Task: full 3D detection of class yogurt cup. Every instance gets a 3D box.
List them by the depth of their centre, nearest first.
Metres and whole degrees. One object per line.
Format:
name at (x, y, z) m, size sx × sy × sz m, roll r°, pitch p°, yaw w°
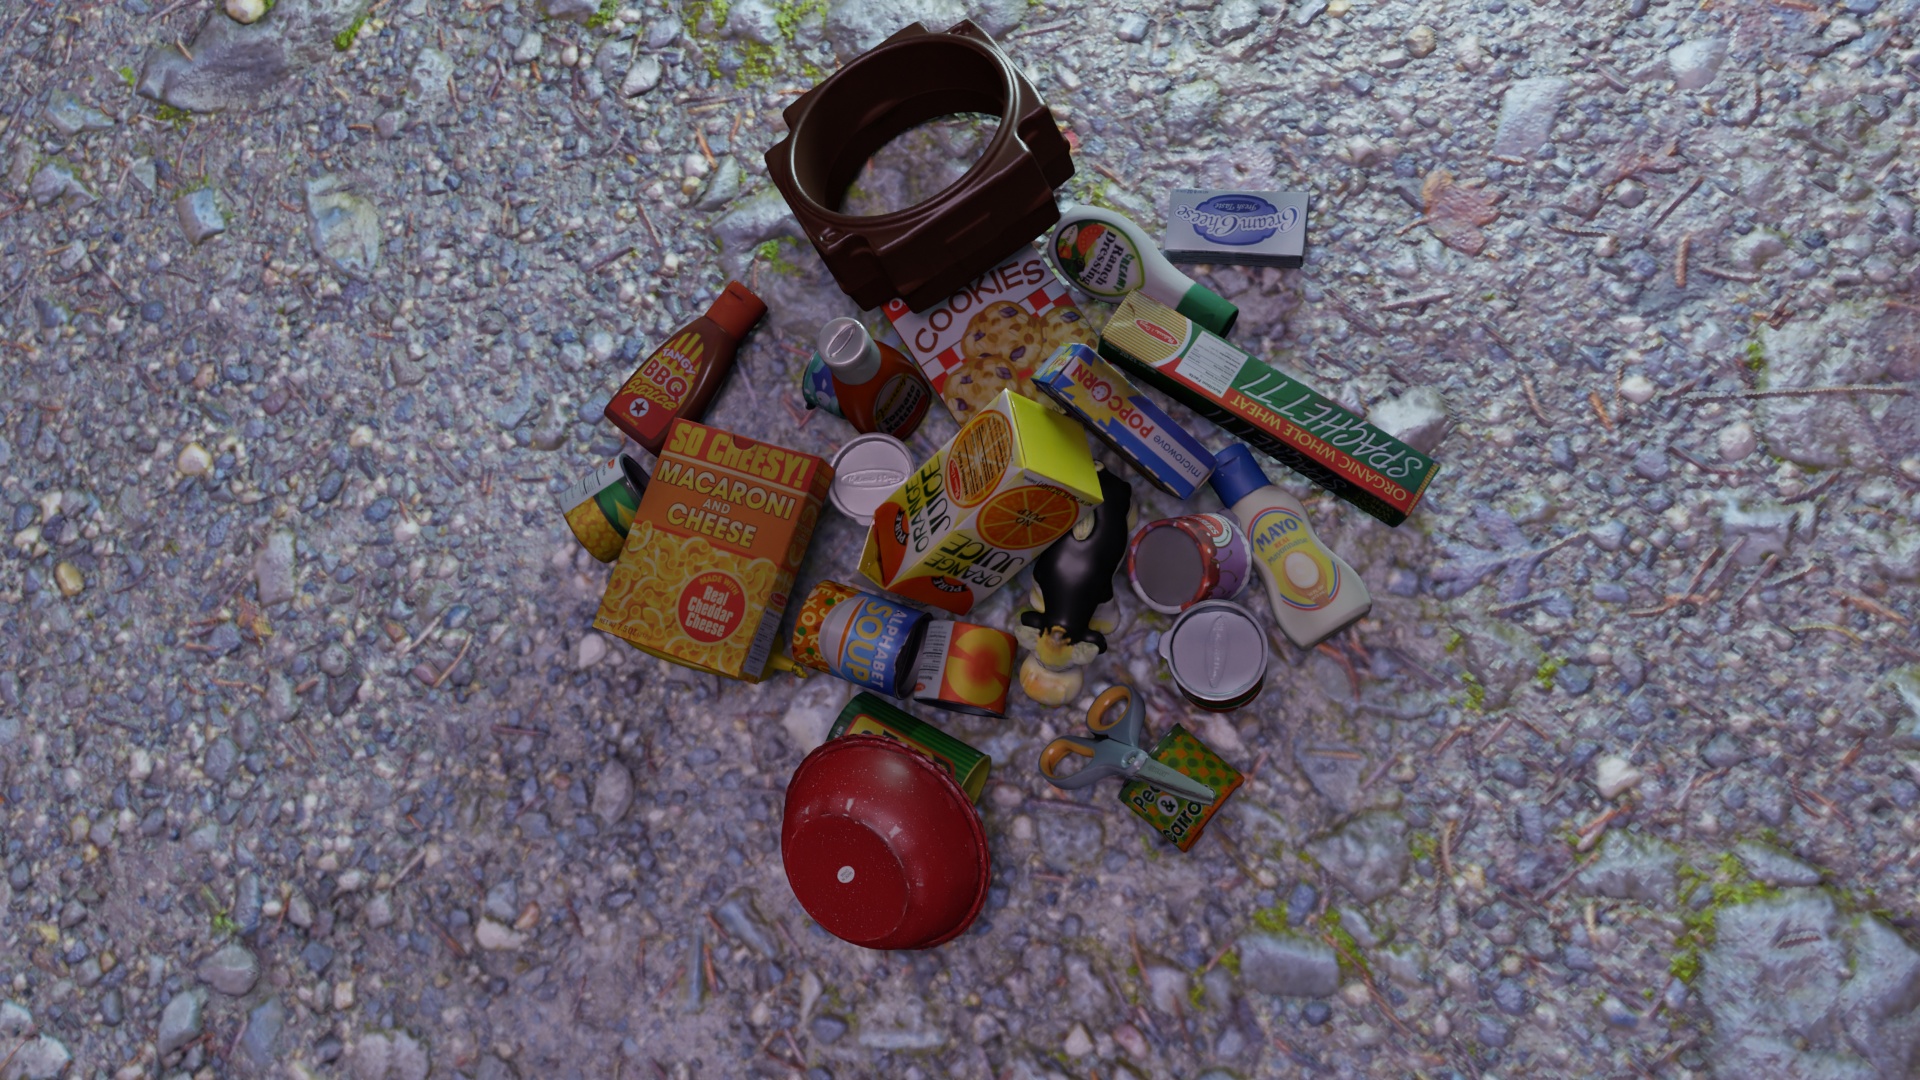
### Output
yogurt cup at (-0.060, -0.041, 1.037) m, size 0.072 × 0.054 × 0.072 m, roll -3°, pitch 76°, yaw 11°

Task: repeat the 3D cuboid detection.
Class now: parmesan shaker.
parmesan shaker at (-0.040, 0.160, 0.976) m, size 0.103 × 0.071 × 0.071 m, roll 25°, pitch 83°, yaw 17°

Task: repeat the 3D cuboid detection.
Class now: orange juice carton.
orange juice carton at (0.003, -0.012, 0.961) m, size 0.192 × 0.072 × 0.073 m, roll -41°, pitch 44°, yaw 34°

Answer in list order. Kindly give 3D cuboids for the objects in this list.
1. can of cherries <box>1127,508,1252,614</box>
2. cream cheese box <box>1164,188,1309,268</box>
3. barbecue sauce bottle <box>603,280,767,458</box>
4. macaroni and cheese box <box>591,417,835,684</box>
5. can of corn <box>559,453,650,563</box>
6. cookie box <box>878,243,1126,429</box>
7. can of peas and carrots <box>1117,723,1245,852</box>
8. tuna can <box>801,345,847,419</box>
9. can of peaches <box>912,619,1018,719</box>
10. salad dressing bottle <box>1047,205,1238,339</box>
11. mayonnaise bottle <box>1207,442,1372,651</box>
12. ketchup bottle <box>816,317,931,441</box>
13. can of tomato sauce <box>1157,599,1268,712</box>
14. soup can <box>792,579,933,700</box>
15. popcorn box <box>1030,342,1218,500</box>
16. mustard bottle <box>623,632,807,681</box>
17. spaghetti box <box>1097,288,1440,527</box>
can of cherries at (0.158, 0.013, 0.958) m, size 0.071 × 0.058 × 0.071 m, roll 6°, pitch 99°, yaw 42°
cream cheese box at (0.208, -0.235, 1.046) m, size 0.104 × 0.024 × 0.053 m, roll 5°, pitch 79°, yaw 13°
barbecue sauce bottle at (-0.212, -0.138, 1.099) m, size 0.065 × 0.043 × 0.148 m, roll 37°, pitch 86°, yaw 19°
macaroni and cheese box at (-0.177, 0.005, 1.002) m, size 0.124 × 0.040 × 0.166 m, roll 16°, pitch 80°, yaw 18°
can of corn at (-0.264, -0.022, 1.070) m, size 0.058 × 0.071 × 0.071 m, roll -32°, pitch 72°, yaw 3°
cookie box at (0.030, -0.150, 1.054) m, size 0.123 × 0.040 × 0.168 m, roll -33°, pitch 73°, yaw 1°
can of peas and carrots at (0.147, 0.167, 0.932) m, size 0.059 × 0.071 × 0.071 m, roll 39°, pitch 87°, yaw 17°
tuna can at (-0.090, -0.125, 1.059) m, size 0.033 × 0.071 × 0.071 m, roll 27°, pitch 83°, yaw 16°
can of peaches at (0.006, 0.092, 0.984) m, size 0.071 × 0.071 × 0.058 m, roll 8°, pitch 78°, yaw 14°
salad dressing bottle at (0.137, -0.195, 1.038) m, size 0.148 × 0.044 × 0.064 m, roll 34°, pitch 115°, yaw 13°
mayonnaise bottle at (0.223, 0.001, 0.973) m, size 0.065 × 0.041 × 0.148 m, roll -32°, pitch 72°, yaw 6°
ketchup bottle at (-0.065, -0.117, 1.008) m, size 0.043 × 0.148 × 0.065 m, roll 36°, pitch 86°, yaw 19°
can of tomato sauce at (0.173, 0.081, 0.941) m, size 0.071 × 0.083 × 0.071 m, roll -3°, pitch 76°, yaw 11°
soup can at (-0.071, 0.071, 1.001) m, size 0.084 × 0.071 × 0.071 m, roll 17°, pitch 80°, yaw 16°
popcorn box at (0.113, -0.084, 0.970) m, size 0.126 × 0.085 × 0.038 m, roll 39°, pitch 93°, yaw -10°
mustard bottle at (-0.184, 0.069, 1.037) m, size 0.160 × 0.048 × 0.065 m, roll 19°, pitch 82°, yaw 16°
spaghetti box at (0.215, -0.095, 0.986) m, size 0.250 × 0.028 × 0.050 m, roll 32°, pitch 71°, yaw 10°
